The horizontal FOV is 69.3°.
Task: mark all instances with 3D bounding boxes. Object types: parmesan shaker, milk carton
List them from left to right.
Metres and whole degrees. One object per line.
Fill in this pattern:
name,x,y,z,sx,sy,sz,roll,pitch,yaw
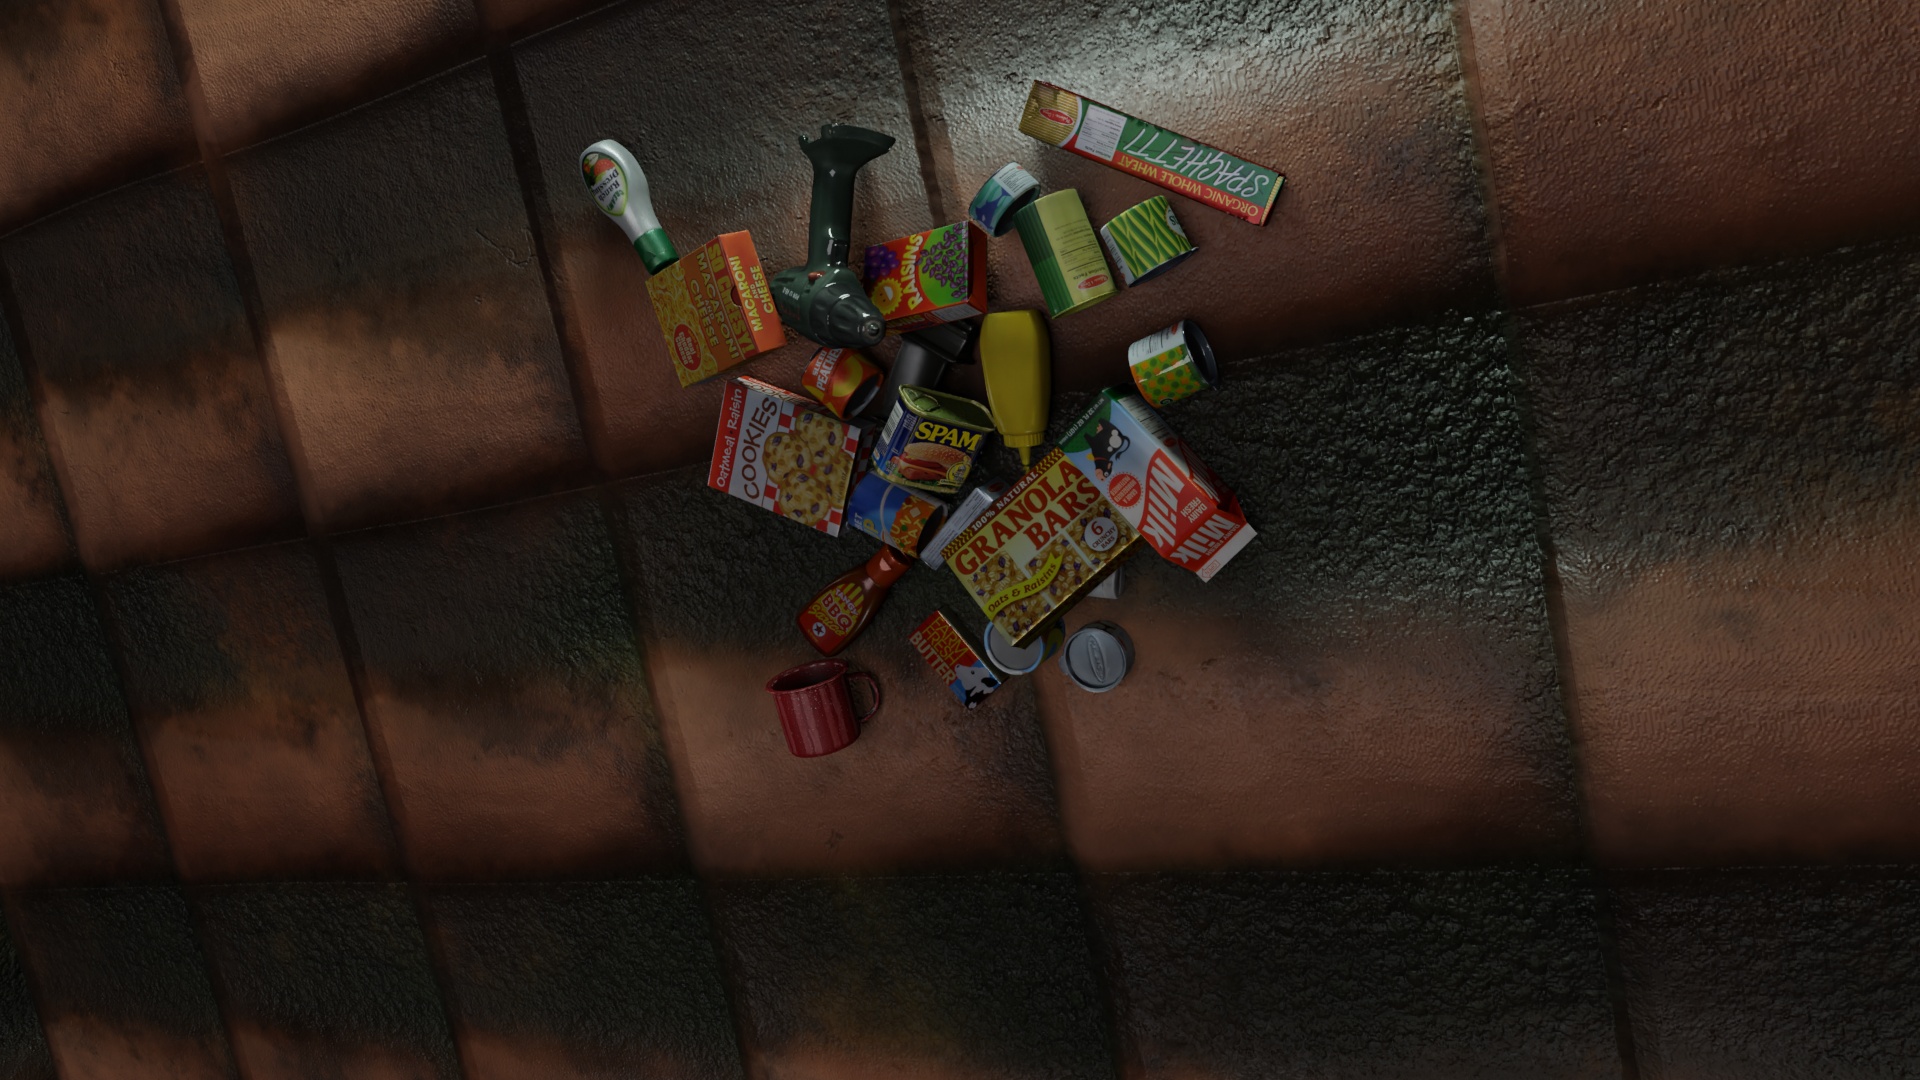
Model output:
parmesan shaker,0.099,-0.266,1.287,0.071,0.071,0.103,-21,92,28
milk carton,0.185,-0.052,1.290,0.191,0.074,0.072,47,116,8

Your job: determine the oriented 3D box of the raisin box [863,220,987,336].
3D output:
raisin box,-0.036,-0.252,1.346,0.123,0.040,0.086,-7,75,32

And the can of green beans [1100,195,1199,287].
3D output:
can of green beans,0.168,-0.269,1.250,0.071,0.071,0.058,-28,89,28

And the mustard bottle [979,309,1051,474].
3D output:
mustard bottle,0.057,-0.142,1.344,0.065,0.049,0.159,1,103,25

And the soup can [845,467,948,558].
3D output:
soup can,-0.065,-0.025,1.420,0.084,0.071,0.071,27,113,17

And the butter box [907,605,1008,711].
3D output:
butter box,-0.002,0.122,1.451,0.103,0.024,0.053,49,117,7

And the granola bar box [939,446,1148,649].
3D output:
granola bar box,0.080,0.005,1.335,0.165,0.039,0.124,-42,68,10

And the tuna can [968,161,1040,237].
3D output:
tuna can,0.041,-0.317,1.301,0.033,0.071,0.070,45,117,9

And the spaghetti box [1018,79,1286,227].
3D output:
spaghetti box,0.171,-0.349,1.250,0.250,0.029,0.050,27,113,18

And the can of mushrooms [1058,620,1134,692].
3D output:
can of mushrooms,0.135,0.114,1.377,0.071,0.033,0.071,7,106,24

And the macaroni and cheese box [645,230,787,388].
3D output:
macaroni and cheese box,-0.256,-0.236,1.442,0.166,0.040,0.123,-12,98,51

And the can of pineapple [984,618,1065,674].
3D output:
can of pineapple,0.065,0.094,1.392,0.071,0.058,0.070,6,105,24

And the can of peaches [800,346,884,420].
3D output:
can of peaches,-0.120,-0.165,1.411,0.058,0.071,0.071,42,116,10

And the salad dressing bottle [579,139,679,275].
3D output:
salad dressing bottle,-0.354,-0.357,1.492,0.064,0.044,0.147,-32,88,30

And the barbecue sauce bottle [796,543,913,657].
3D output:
barbecue sauce bottle,-0.109,0.058,1.475,0.148,0.044,0.065,-44,81,27

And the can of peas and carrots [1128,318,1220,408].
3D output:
can of peas and carrots,0.195,-0.158,1.265,0.058,0.071,0.071,-22,92,29

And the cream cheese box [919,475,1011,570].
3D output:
cream cheese box,0.005,-0.018,1.397,0.024,0.053,0.103,44,117,8

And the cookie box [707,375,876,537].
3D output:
cookie box,-0.181,-0.091,1.477,0.167,0.040,0.122,21,110,19

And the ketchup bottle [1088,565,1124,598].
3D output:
ketchup bottle,0.086,0.032,1.375,0.149,0.043,0.064,6,97,24
